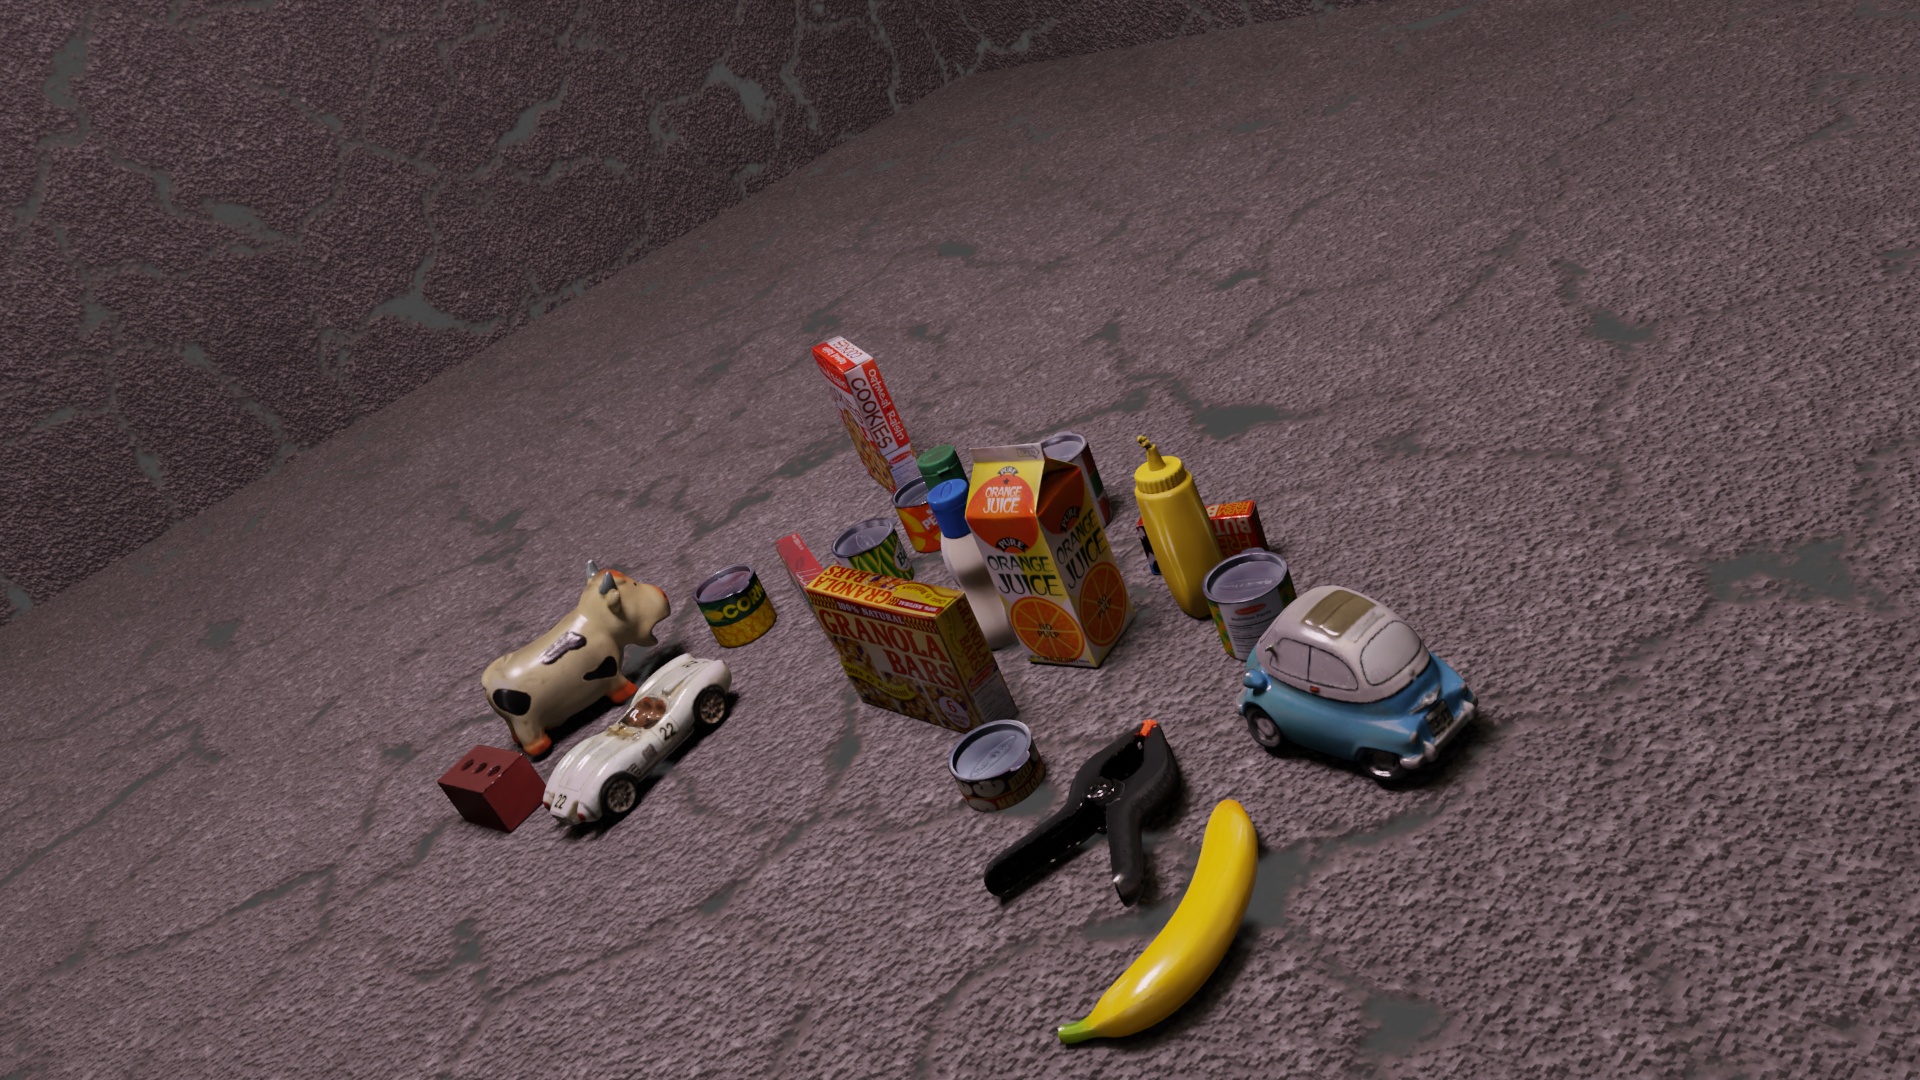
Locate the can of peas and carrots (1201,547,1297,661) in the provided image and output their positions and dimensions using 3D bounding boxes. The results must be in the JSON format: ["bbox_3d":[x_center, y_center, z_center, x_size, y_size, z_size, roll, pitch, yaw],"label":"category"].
[{"bbox_3d":[0.225,0.049,1.062,0.071,0.058,0.071,-19,27,10],"label":"can of peas and carrots"}]

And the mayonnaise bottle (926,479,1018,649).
[{"bbox_3d":[0.014,0.018,1.185,0.041,0.147,0.065,-16,27,16],"label":"mayonnaise bottle"}]

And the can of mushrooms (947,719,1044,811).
[{"bbox_3d":[0.028,0.167,1.028,0.071,0.033,0.071,-18,27,10],"label":"can of mushrooms"}]

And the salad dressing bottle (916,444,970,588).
[{"bbox_3d":[0.004,-0.016,1.255,0.064,0.147,0.044,-25,26,-3],"label":"salad dressing bottle"}]

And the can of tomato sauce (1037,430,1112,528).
[{"bbox_3d":[0.101,-0.051,1.315,0.071,0.082,0.071,-19,27,10],"label":"can of tomato sauce"}]

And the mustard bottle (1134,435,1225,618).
[{"bbox_3d":[0.173,-0.016,1.108,0.049,0.159,0.065,-26,26,-4],"label":"mustard bottle"}]

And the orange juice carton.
[{"bbox_3d":[0.068,0.005,1.117,0.072,0.192,0.073,0,35,40],"label":"orange juice carton"}]

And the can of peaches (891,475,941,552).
[{"bbox_3d":[-0.028,-0.028,1.403,0.071,0.058,0.071,-19,27,10],"label":"can of peaches"}]

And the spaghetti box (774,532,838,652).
[{"bbox_3d":[-0.131,0.058,1.335,0.029,0.050,0.251,-28,27,-9],"label":"spaghetti box"}]

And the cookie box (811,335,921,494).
[{"bbox_3d":[-0.101,-0.135,1.535,0.040,0.166,0.123,-29,27,-11],"label":"cookie box"}]

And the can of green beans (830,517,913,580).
[{"bbox_3d":[-0.086,0.019,1.362,0.071,0.057,0.071,-19,27,10],"label":"can of green beans"}]

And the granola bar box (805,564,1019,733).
[{"bbox_3d":[-0.042,0.089,1.127,0.165,0.123,0.039,9,41,47],"label":"granola bar box"}]

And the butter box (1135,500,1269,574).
[{"bbox_3d":[0.205,-0.002,1.176,0.103,0.053,0.024,-6,31,31],"label":"butter box"}]

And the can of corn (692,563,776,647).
[{"bbox_3d":[-0.223,0.065,1.386,0.071,0.058,0.071,-19,27,10],"label":"can of corn"}]
